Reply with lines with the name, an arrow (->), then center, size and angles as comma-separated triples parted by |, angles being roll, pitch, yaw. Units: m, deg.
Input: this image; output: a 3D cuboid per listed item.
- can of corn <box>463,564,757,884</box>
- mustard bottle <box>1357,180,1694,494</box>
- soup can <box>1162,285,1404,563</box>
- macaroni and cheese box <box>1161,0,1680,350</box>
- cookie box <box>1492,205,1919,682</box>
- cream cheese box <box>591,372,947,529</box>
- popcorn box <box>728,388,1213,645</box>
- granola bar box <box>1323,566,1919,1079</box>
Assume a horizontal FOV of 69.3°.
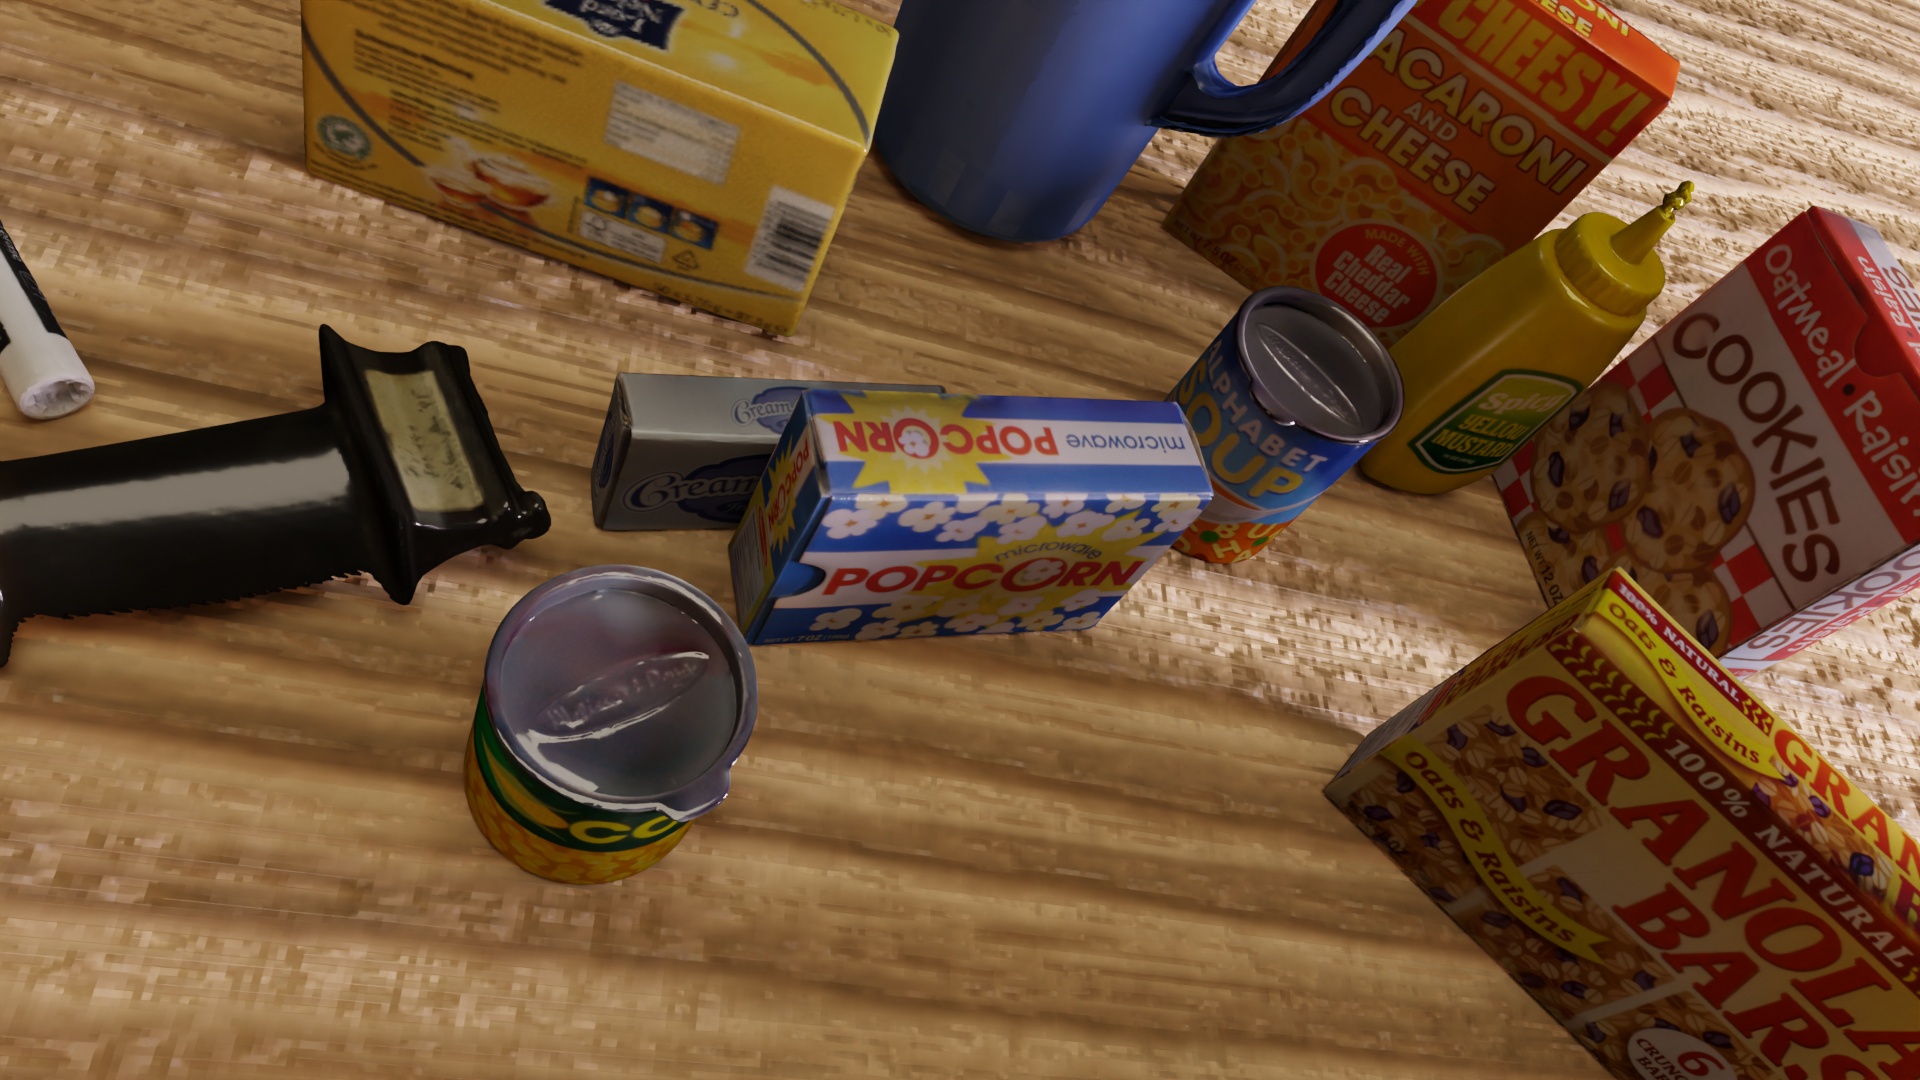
can of corn -> -0.091, 0.051, 0.360 | 0.071, 0.058, 0.071 | 13, 54, -18
mustard bottle -> 0.214, -0.077, 0.526 | 0.065, 0.159, 0.049 | 8, 56, -21
soup can -> 0.104, -0.038, 0.497 | 0.071, 0.083, 0.072 | 13, 54, -18
macaroni and cheese box -> 0.176, -0.157, 0.558 | 0.124, 0.165, 0.040 | 34, 51, -1
cookie box -> 0.287, -0.020, 0.519 | 0.040, 0.166, 0.123 | 4, 58, -24
cream cheese box -> -0.058, -0.026, 0.430 | 0.104, 0.053, 0.024 | -1, 59, -26
popcorn box -> 0.002, -0.005, 0.425 | 0.127, 0.084, 0.038 | -1, 60, -26
granola bar box -> 0.216, 0.103, 0.430 | 0.165, 0.123, 0.039 | 45, 51, 7
